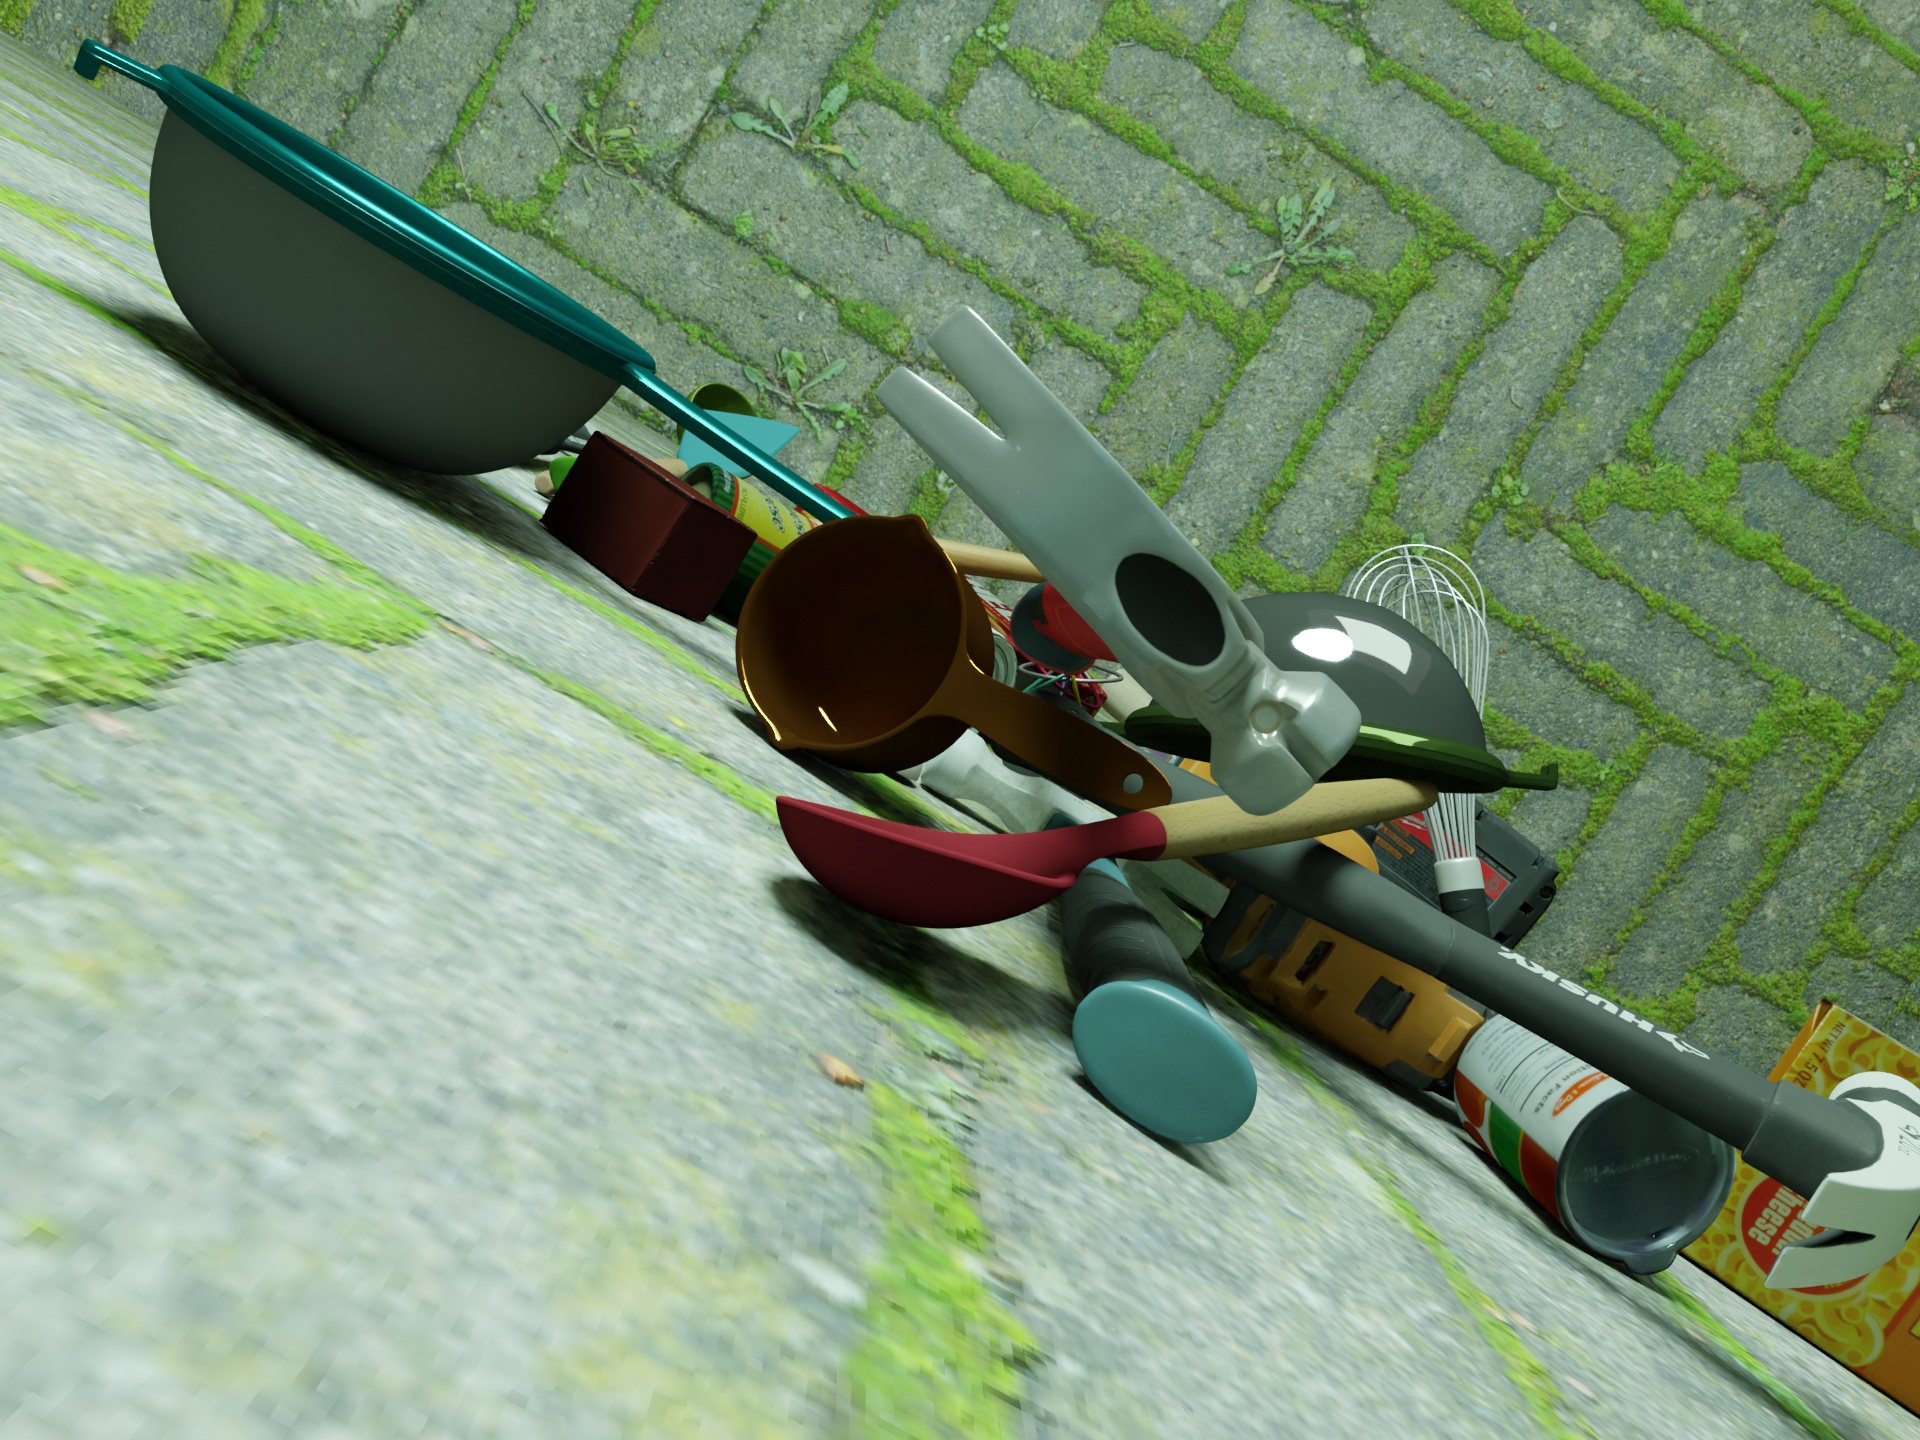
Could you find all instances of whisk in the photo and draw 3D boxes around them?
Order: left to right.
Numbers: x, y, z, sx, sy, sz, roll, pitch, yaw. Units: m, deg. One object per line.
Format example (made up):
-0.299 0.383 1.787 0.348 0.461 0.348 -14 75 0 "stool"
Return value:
0.062 -0.030 0.899 0.047 0.051 0.245 50 7 -1 "whisk"
0.244 0.047 0.798 0.070 0.285 0.070 -5 -13 -1 "whisk"

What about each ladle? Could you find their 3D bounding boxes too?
-0.152 -0.161 1.117 0.078 0.062 0.320 45 9 -32 "ladle"
0.069 0.031 0.475 0.069 0.031 0.315 16 12 40 "ladle"

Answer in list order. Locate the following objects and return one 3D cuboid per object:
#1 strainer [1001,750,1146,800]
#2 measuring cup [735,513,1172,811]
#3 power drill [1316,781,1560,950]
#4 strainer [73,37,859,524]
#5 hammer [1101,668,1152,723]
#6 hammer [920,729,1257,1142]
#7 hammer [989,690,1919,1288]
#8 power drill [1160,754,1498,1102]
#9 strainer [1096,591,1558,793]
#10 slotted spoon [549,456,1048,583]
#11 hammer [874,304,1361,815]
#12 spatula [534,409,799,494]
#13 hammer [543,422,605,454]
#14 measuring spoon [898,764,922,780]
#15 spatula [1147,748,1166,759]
-0.001 -0.003 0.795 0.258 0.050 0.087 24 23 -39 "strainer"
0.003 -0.006 0.559 0.174 0.095 0.052 28 -6 23 "measuring cup"
0.269 0.075 0.938 0.143 0.078 0.219 40 6 11 "power drill"
-0.184 -0.127 0.640 0.340 0.095 0.211 34 8 1 "strainer"
0.205 0.080 0.999 0.146 0.038 0.411 30 13 -36 "hammer"
0.046 0.062 0.524 0.128 0.033 0.331 30 5 -4 "hammer"
0.148 0.071 0.532 0.335 0.035 0.146 29 17 27 "hammer"
0.177 0.097 0.728 0.185 0.084 0.226 31 9 -13 "power drill"
0.116 -0.016 0.684 0.151 0.069 0.256 12 -4 -33 "strainer"
-0.074 -0.104 0.896 0.313 0.031 0.070 7 -13 -26 "slotted spoon"
0.033 -0.049 0.565 0.143 0.038 0.386 46 1 -3 "hammer"
-0.189 -0.168 1.003 0.082 0.044 0.317 12 14 10 "spatula"
-0.257 -0.175 1.008 0.149 0.036 0.409 32 5 -4 "hammer"
-0.039 0.000 0.697 0.034 0.018 0.124 30 4 -18 "measuring spoon"
0.189 0.034 0.990 0.060 0.018 0.315 43 17 22 "spatula"
